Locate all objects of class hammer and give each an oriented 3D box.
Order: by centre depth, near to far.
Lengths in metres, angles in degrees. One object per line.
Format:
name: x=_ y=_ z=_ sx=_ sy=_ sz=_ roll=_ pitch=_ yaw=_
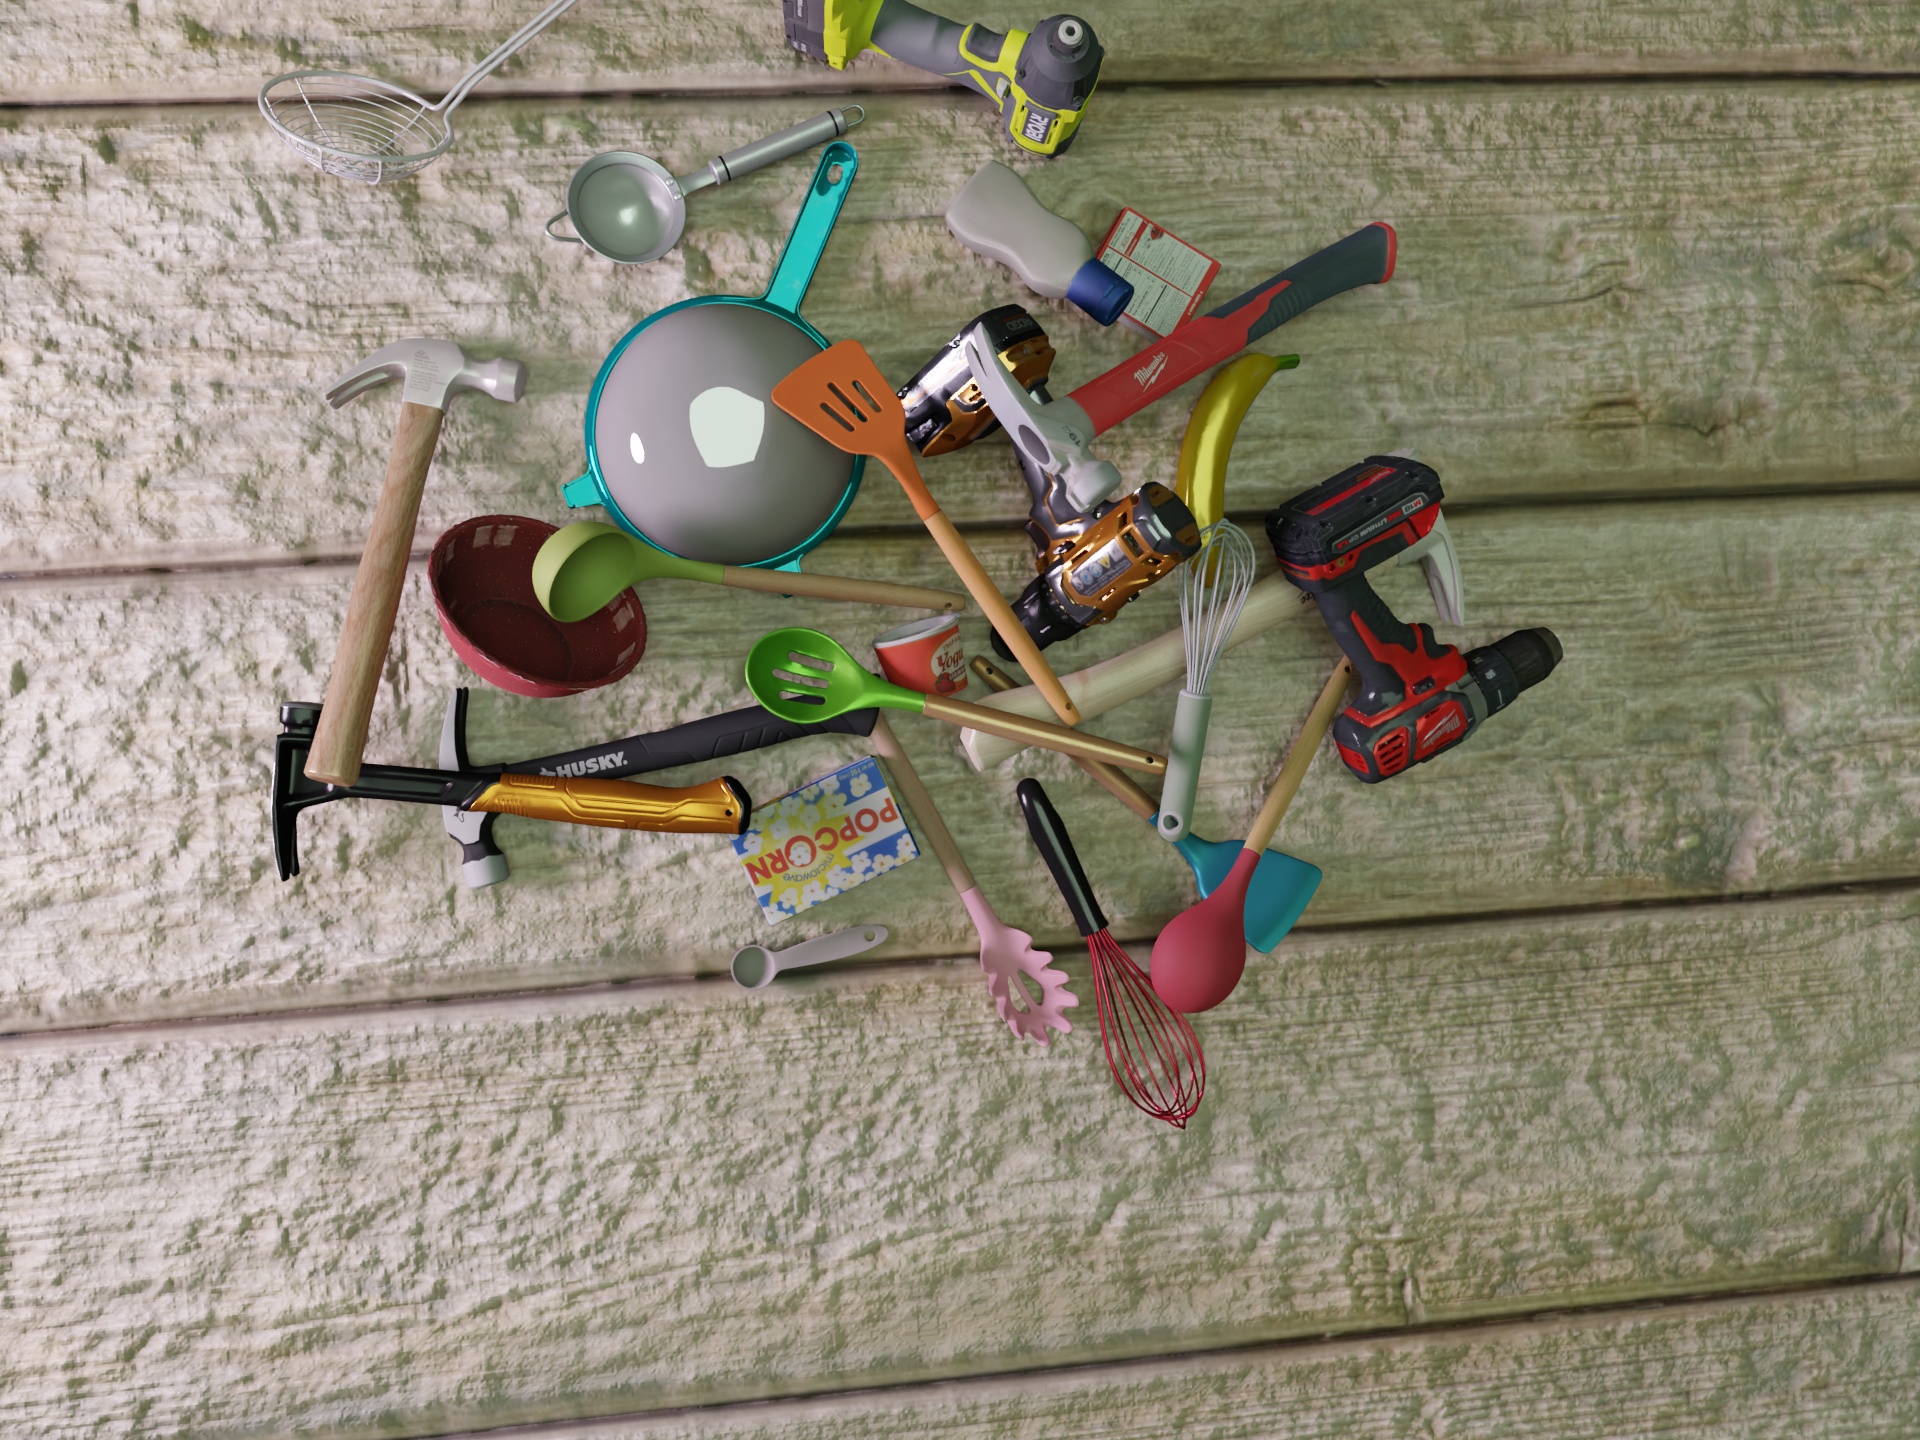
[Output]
hammer: x=-0.410 y=-0.117 z=1.128 sx=0.130 sy=0.031 sz=0.331 roll=11 pitch=77 yaw=-5
hammer: x=-0.320 y=0.062 z=1.143 sx=0.337 sy=0.034 sz=0.127 roll=4 pitch=93 yaw=-4
hammer: x=0.178 y=-0.292 z=1.150 sx=0.386 sy=0.038 sz=0.143 roll=-35 pitch=84 yaw=-29
hammer: x=-0.220 y=0.015 z=1.180 sx=0.334 sy=0.035 sz=0.146 roll=-13 pitch=94 yaw=-3
hammer: x=0.194 y=-0.057 z=1.216 sx=0.410 sy=0.038 sz=0.146 roll=-26 pitch=106 yaw=-7

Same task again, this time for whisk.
whisk: x=0.176 y=-0.027 z=1.177 sx=0.058 sy=0.059 sz=0.246 roll=14 pitch=105 yaw=24
whisk: x=0.112 y=0.179 z=1.224 sx=0.073 sy=0.073 sz=0.296 roll=-25 pitch=90 yaw=-5

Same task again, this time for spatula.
spatula: x=-0.010 y=-0.127 z=1.144 sx=0.081 sy=0.041 sz=0.322 roll=-40 pitch=103 yaw=-21
spatula: x=0.134 y=0.052 z=1.228 sx=0.317 sy=0.044 sz=0.082 roll=40 pitch=77 yaw=-5

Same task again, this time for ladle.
ladle: x=-0.145 y=-0.094 z=1.148 sx=0.320 sy=0.062 sz=0.078 roll=5 pitch=132 yaw=-20
ladle: x=0.235 y=0.080 z=1.216 sx=0.069 sy=0.031 sz=0.315 roll=31 pitch=74 yaw=-2

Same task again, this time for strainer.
strainer: x=-0.146 y=-0.271 z=1.157 sx=0.211 sy=0.095 sz=0.340 roll=23 pitch=91 yaw=-7
strainer: x=-0.185 y=-0.401 z=1.176 sx=0.258 sy=0.050 sz=0.087 roll=-27 pitch=91 yaw=-11

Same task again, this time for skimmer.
skimmer: x=-0.324 y=-0.508 z=1.130 sx=0.363 sy=0.090 sz=0.127 roll=-41 pitch=65 yaw=-6

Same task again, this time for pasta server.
pasta server: x=-0.005 y=0.105 z=1.216 sx=0.060 sy=0.040 sz=0.316 roll=-30 pitch=94 yaw=-13

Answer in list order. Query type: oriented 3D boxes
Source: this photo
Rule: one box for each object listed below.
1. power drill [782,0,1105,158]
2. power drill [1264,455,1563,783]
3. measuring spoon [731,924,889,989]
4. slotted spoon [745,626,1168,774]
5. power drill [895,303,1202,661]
power drill: x=-0.008 y=-0.490 z=1.130 sx=0.223 sy=0.171 sz=0.080 roll=23 pitch=89 yaw=-4
power drill: x=0.343 y=-0.083 z=1.189 sx=0.188 sy=0.080 sz=0.226 roll=-28 pitch=111 yaw=-6
measuring spoon: x=-0.115 y=0.177 z=1.220 sx=0.124 sy=0.018 sz=0.034 roll=-13 pitch=92 yaw=-13
slotted spoon: x=-0.002 y=-0.004 z=1.157 sx=0.313 sy=0.031 sz=0.070 roll=14 pitch=78 yaw=-1
power drill: x=0.045 y=-0.165 z=1.172 sx=0.185 sy=0.084 sz=0.226 roll=-37 pitch=89 yaw=36
